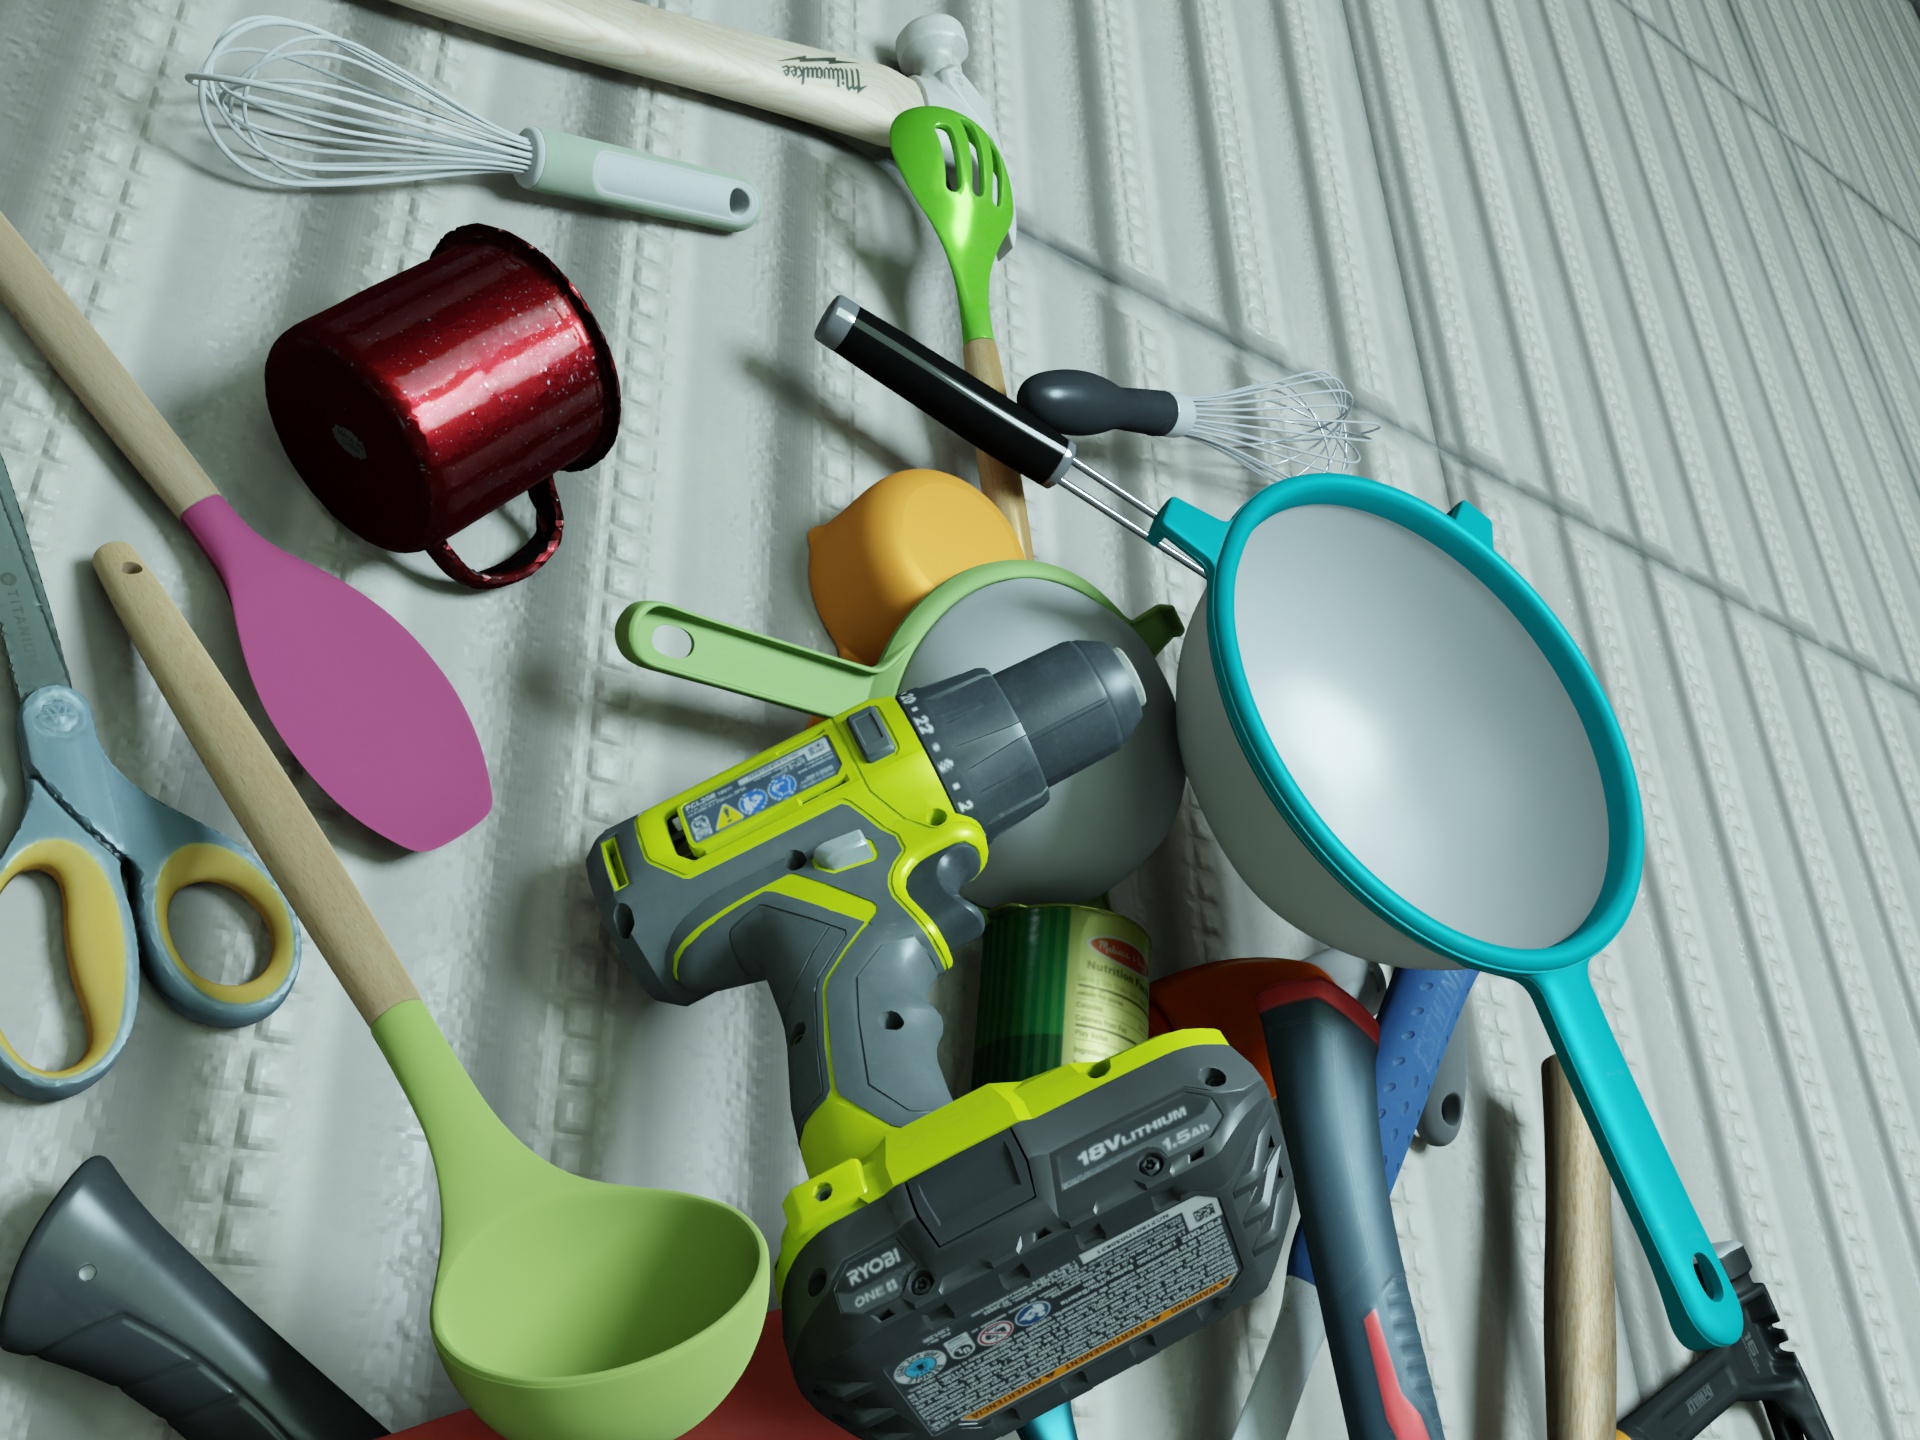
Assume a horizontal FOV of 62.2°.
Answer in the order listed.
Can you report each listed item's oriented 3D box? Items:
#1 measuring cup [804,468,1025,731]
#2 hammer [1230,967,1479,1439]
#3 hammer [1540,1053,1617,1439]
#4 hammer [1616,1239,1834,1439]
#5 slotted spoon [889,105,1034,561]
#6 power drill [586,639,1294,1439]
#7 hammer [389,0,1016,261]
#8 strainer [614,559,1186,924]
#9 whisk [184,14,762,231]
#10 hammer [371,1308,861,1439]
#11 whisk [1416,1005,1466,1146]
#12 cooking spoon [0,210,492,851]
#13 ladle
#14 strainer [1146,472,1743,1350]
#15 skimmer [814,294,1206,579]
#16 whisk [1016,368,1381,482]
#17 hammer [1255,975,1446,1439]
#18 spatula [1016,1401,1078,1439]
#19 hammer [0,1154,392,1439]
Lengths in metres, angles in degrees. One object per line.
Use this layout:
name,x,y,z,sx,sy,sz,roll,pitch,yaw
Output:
measuring cup,-0.026,-0.033,0.643,0.095,0.052,0.174,38,46,-17
hammer,0.126,0.224,0.602,0.144,0.035,0.406,42,54,-11
hammer,0.260,0.289,0.663,0.130,0.031,0.332,34,48,-17
hammer,0.290,0.340,0.702,0.336,0.034,0.127,-6,69,-41
slotted spoon,0.014,-0.149,0.734,0.070,0.031,0.314,2,74,-39
power drill,0.001,0.073,0.473,0.229,0.190,0.080,59,-7,48
hammer,-0.146,-0.299,0.709,0.410,0.038,0.146,0,67,-38
strainer,-0.001,-0.002,0.594,0.256,0.069,0.151,17,82,-35
whisk,-0.179,-0.227,0.636,0.246,0.059,0.058,-4,107,-45
hammer,-0.150,0.177,0.358,0.359,0.036,0.149,-2,53,-43
whisk,0.238,0.095,0.795,0.055,0.055,0.239,26,56,-26
cooking spoon,-0.260,-0.088,0.510,0.319,0.017,0.069,53,33,-3
ladle,-0.159,0.051,0.421,0.078,0.062,0.320,-17,57,-44
strainer,0.179,0.071,0.607,0.211,0.095,0.341,-5,67,-36
skimmer,0.100,-0.079,0.696,0.363,0.090,0.127,30,95,-18
whisk,0.127,-0.154,0.811,0.284,0.070,0.070,-6,70,-47
hammer,0.141,0.280,0.535,0.143,0.038,0.387,-3,69,-17
spatula,0.053,0.284,0.479,0.082,0.044,0.318,-9,77,-34
hammer,-0.112,0.237,0.418,0.334,0.035,0.146,45,63,-5
